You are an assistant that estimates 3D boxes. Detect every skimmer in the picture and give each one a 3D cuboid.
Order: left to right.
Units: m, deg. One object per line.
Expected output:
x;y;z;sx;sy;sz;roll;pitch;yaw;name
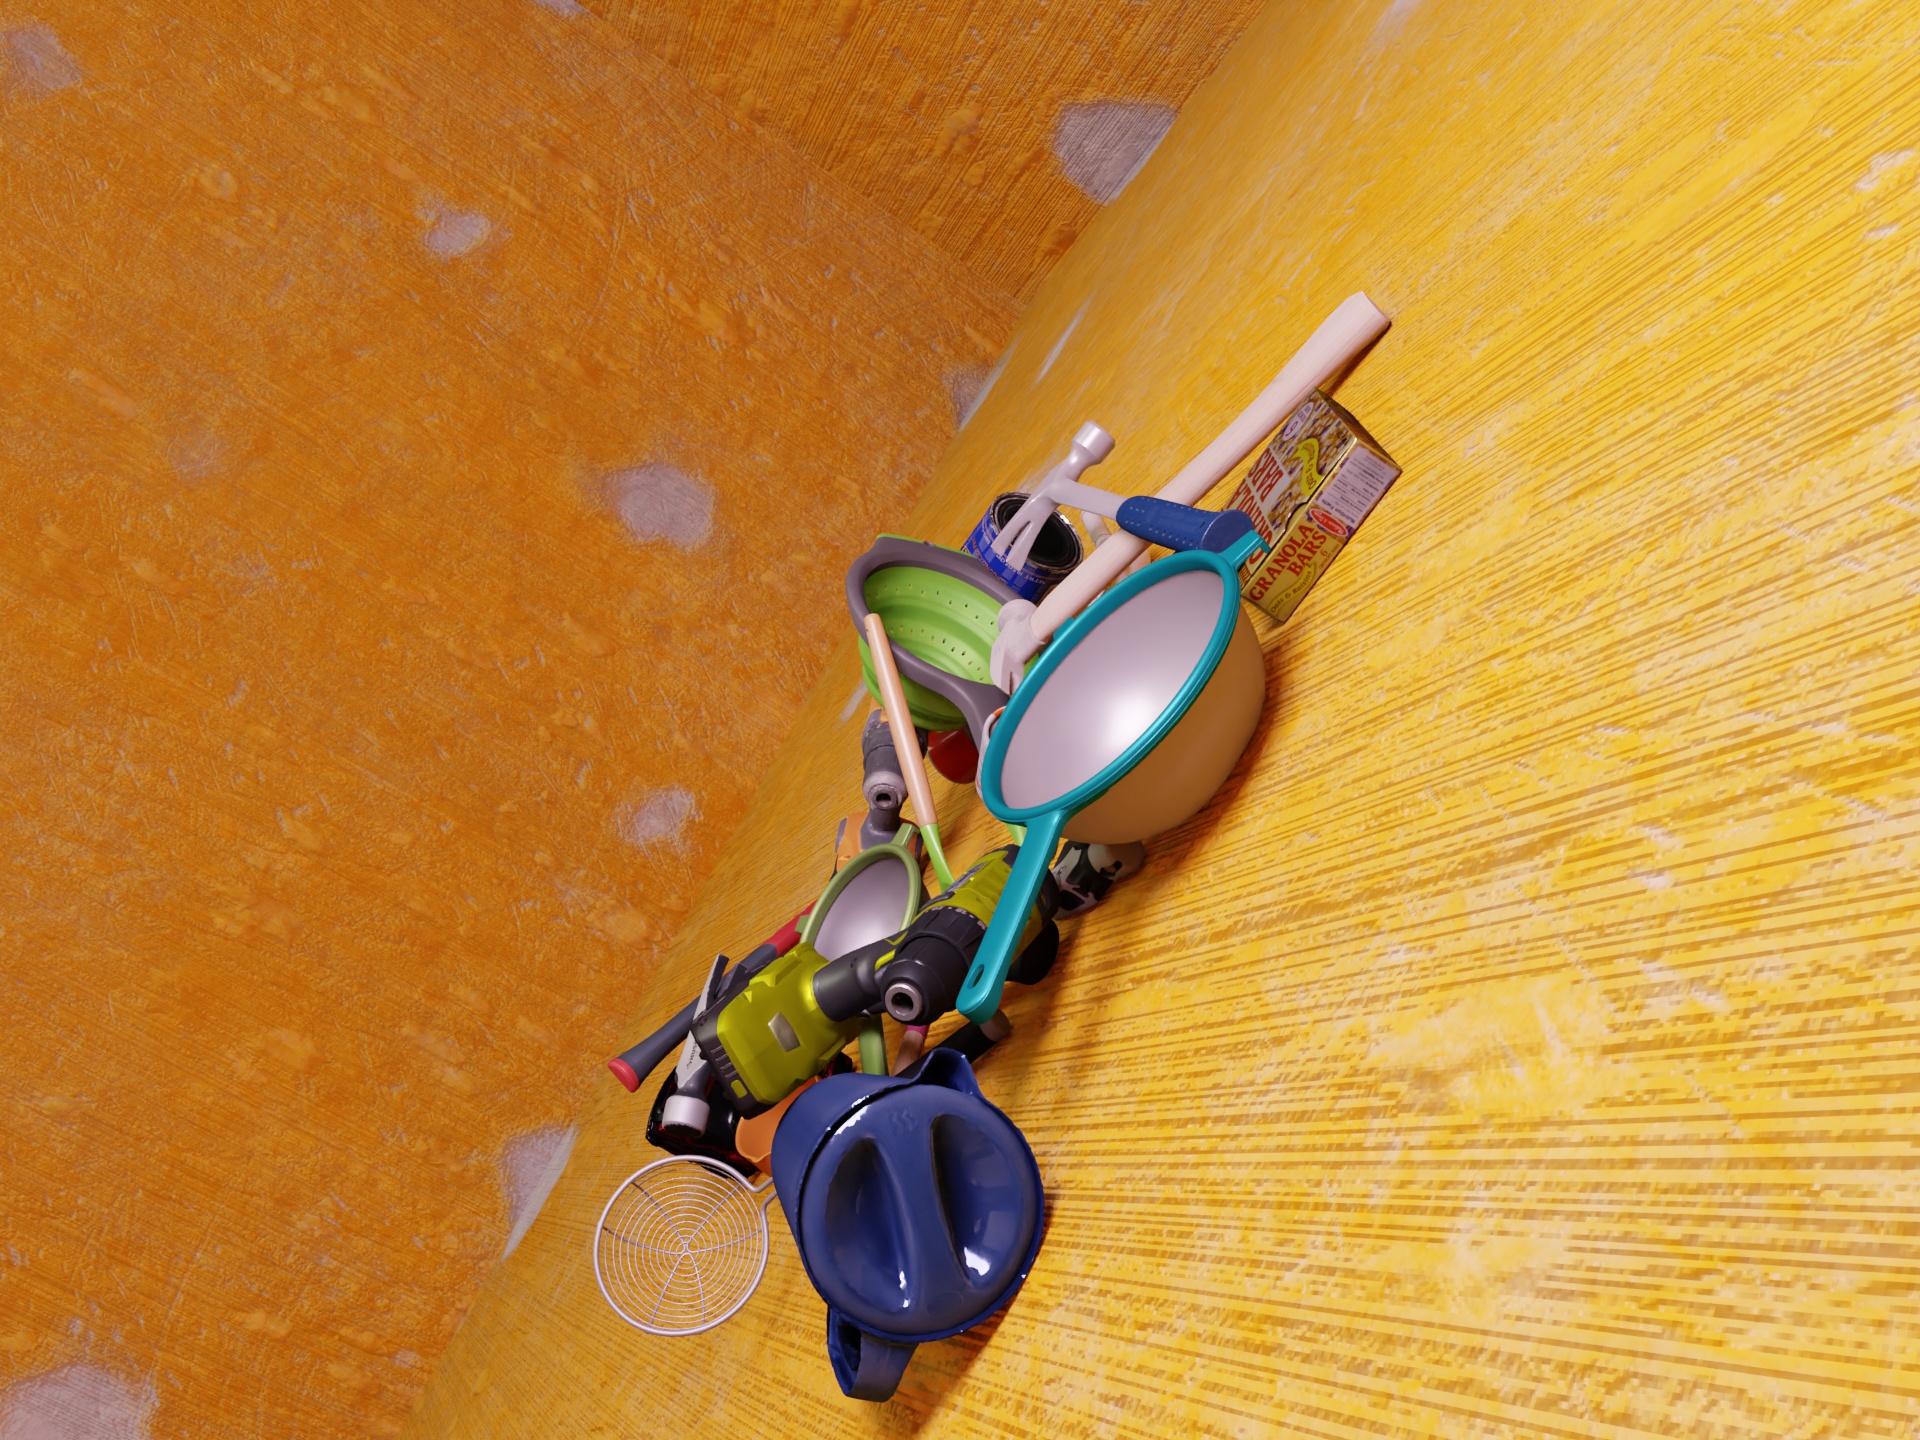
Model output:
-0.114;0.308;1.118;0.363;0.127;0.090;-41;-22;24;skimmer

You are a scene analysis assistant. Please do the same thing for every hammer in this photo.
-0.190;0.229;1.566;0.386;0.038;0.143;-38;-7;-42;hammer
-0.083;0.209;1.193;0.409;0.036;0.149;-24;44;40;hammer
0.123;-0.157;1.225;0.144;0.035;0.406;-51;19;2;hammer
0.123;-0.001;1.160;0.146;0.035;0.335;-43;18;53;hammer
0.171;-0.171;1.249;0.410;0.038;0.146;-44;19;24;hammer

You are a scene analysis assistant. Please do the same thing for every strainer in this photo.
-0.057;0.213;1.254;0.151;0.069;0.257;-43;33;23;strainer
0.137;-0.159;1.460;0.087;0.050;0.259;-60;15;18;strainer
0.093;0.051;0.954;0.211;0.095;0.341;-24;33;50;strainer

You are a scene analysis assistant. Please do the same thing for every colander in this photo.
-0.002;-0.004;1.352;0.094;0.204;0.398;-61;31;33;colander

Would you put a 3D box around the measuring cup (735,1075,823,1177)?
-0.102;0.322;1.277;0.173;0.052;0.095;-20;33;34;measuring cup

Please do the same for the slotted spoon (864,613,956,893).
-0.030;0.058;1.252;0.070;0.031;0.314;129;129;-62;slotted spoon

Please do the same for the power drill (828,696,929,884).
-0.070;0.083;1.478;0.185;0.084;0.226;-83;3;-57;power drill

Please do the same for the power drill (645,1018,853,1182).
-0.199;0.328;1.424;0.219;0.143;0.079;-50;16;48;power drill

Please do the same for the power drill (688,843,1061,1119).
-0.058;0.169;1.009;0.228;0.080;0.190;-30;2;27;power drill

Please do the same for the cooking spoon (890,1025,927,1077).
-0.041;0.262;1.218;0.068;0.017;0.319;-44;17;38;cooking spoon

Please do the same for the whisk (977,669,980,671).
0.019;-0.039;1.749;0.245;0.051;0.047;-45;37;37;whisk
